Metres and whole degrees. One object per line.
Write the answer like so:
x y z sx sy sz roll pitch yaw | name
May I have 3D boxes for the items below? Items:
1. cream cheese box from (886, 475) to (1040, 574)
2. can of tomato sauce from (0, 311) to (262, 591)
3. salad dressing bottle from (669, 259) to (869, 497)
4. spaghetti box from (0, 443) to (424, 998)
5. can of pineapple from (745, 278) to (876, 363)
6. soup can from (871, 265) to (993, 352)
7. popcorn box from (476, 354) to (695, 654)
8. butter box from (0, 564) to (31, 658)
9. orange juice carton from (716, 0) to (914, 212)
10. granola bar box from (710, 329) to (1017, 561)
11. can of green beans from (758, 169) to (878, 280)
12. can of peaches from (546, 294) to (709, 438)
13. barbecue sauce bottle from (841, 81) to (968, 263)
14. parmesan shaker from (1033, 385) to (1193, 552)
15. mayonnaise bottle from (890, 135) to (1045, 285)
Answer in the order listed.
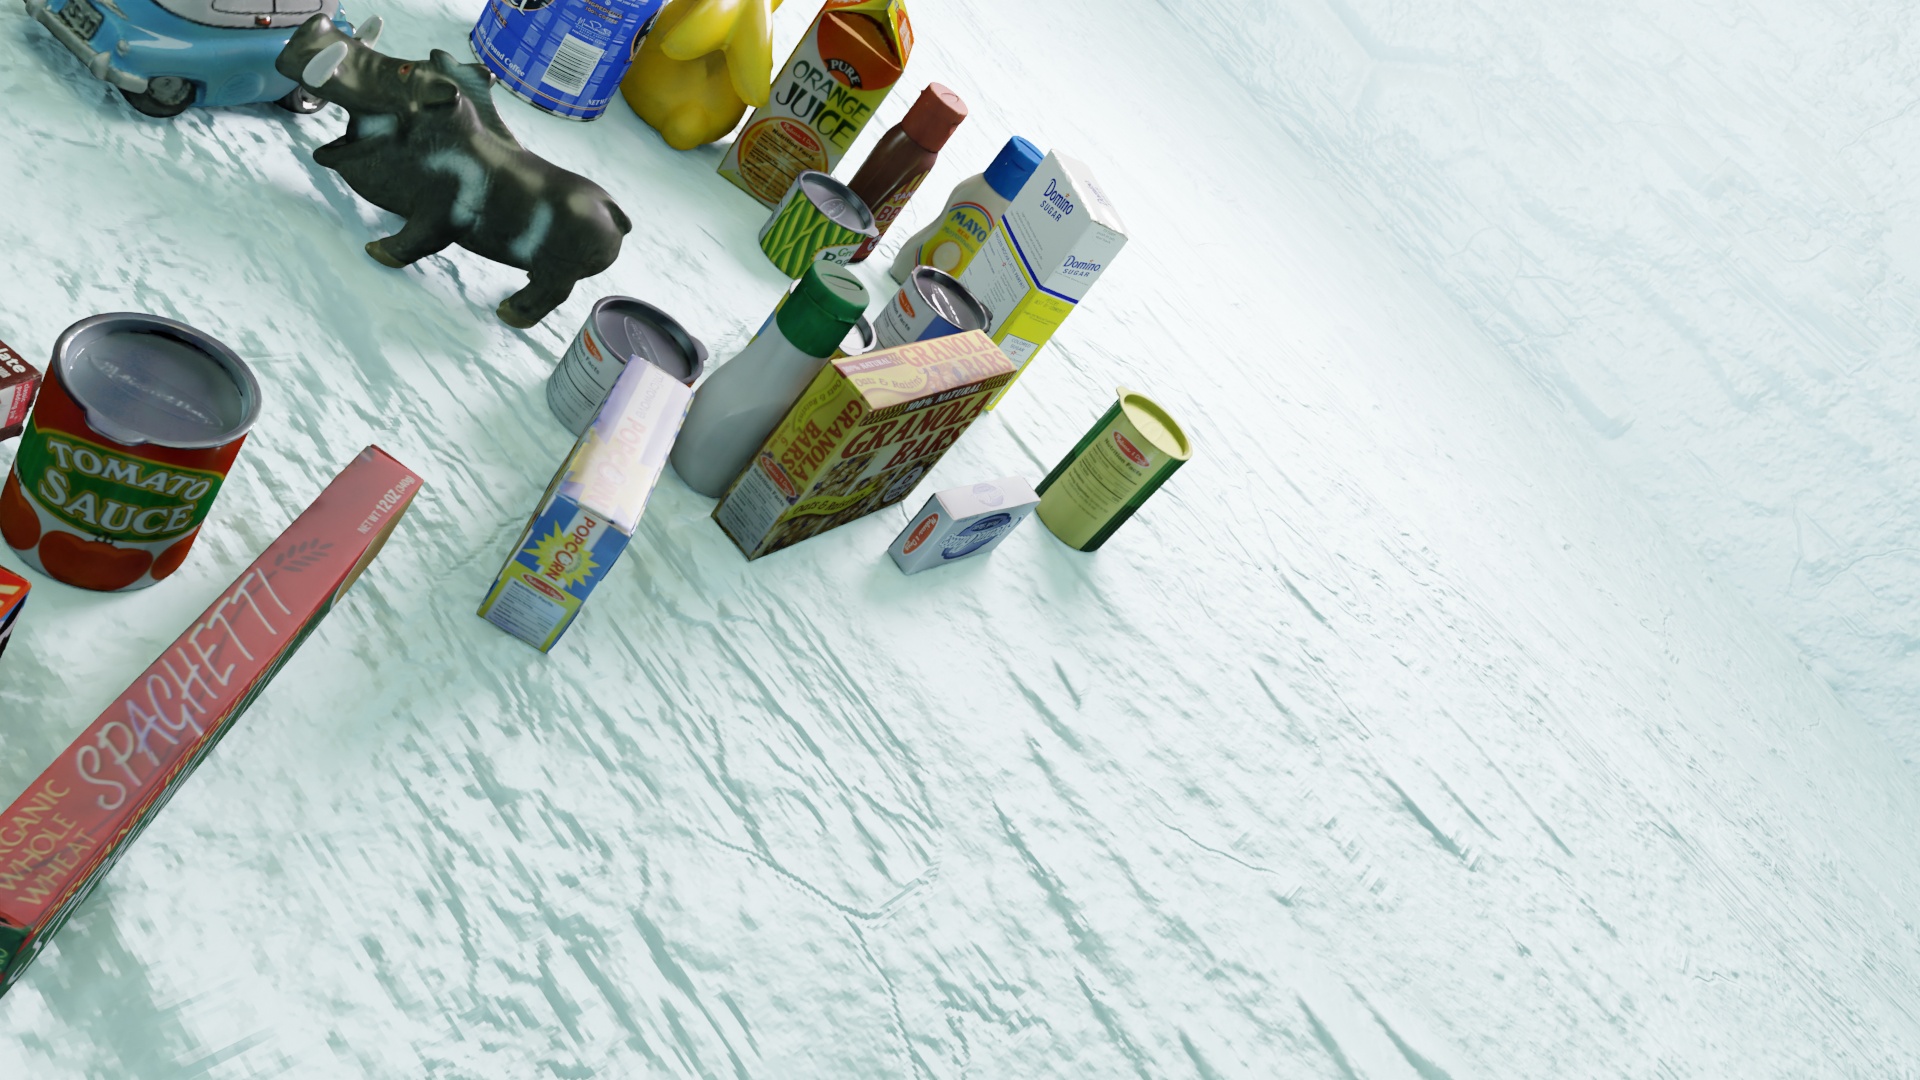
0.003 -0.011 0.873 0.024 0.053 0.104 52 31 15 | cream cheese box
-0.306 -0.030 0.509 0.071 0.082 0.071 30 32 -21 | can of tomato sauce
-0.103 -0.086 0.752 0.064 0.147 0.044 7 45 -45 | salad dressing bottle
-0.265 0.049 0.489 0.028 0.050 0.251 34 31 -14 | spaghetti box
-0.097 -0.125 0.897 0.071 0.057 0.071 30 32 -21 | can of pineapple
-0.028 -0.138 0.968 0.071 0.083 0.072 30 32 -21 | soup can
-0.172 -0.020 0.650 0.038 0.085 0.127 32 32 -17 | popcorn box
-0.324 0.053 0.412 0.024 0.053 0.104 33 31 -17 | butter box
-0.097 -0.339 1.035 0.073 0.192 0.072 33 31 -17 | orange juice carton
-0.052 -0.059 0.800 0.039 0.123 0.166 48 31 10 | granola bar box
-0.106 -0.228 1.017 0.071 0.057 0.071 30 32 -21 | can of green beans
-0.180 -0.089 0.754 0.071 0.057 0.071 30 32 -21 | can of peaches
-0.052 -0.279 1.055 0.044 0.148 0.065 45 30 5 | barbecue sauce bottle
0.105 -0.050 0.993 0.071 0.102 0.072 30 32 -21 | parmesan shaker
0.010 -0.250 1.090 0.065 0.147 0.041 38 30 -8 | mayonnaise bottle
